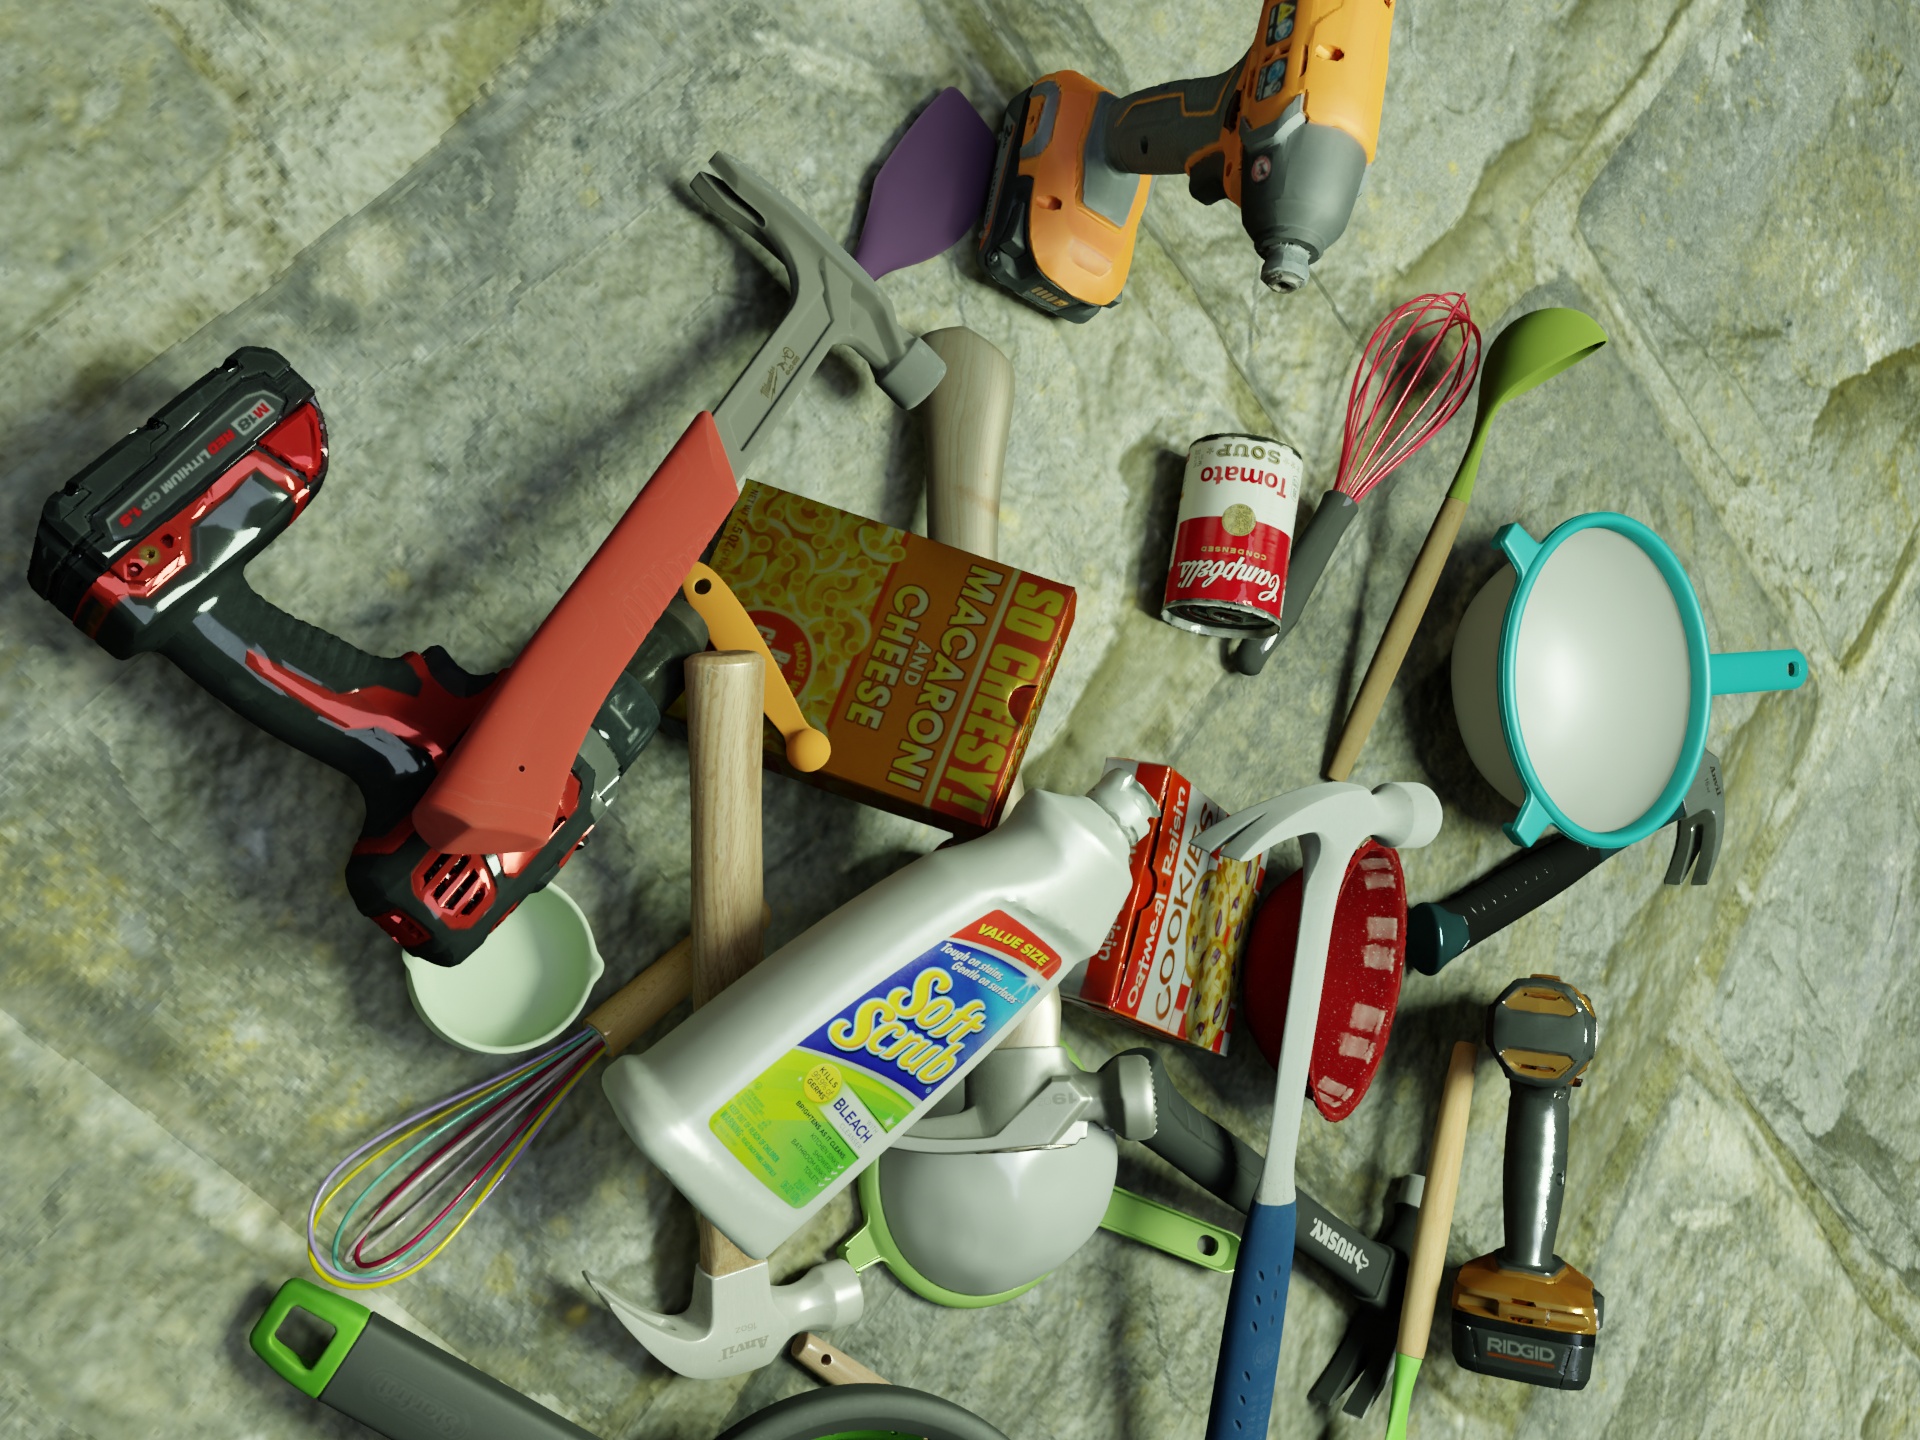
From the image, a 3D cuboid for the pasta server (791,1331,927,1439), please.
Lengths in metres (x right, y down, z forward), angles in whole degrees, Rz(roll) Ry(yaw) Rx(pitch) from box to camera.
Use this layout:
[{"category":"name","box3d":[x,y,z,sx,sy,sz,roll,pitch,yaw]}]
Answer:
[{"category":"pasta server","box3d":[0.035,0.396,0.813,0.316,0.040,0.060,43,60,-22]}]

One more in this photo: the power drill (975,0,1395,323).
[{"category":"power drill","box3d":[0.108,-0.271,0.789,0.084,0.226,0.164,18,77,-36]}]

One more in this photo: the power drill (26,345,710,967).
[{"category":"power drill","box3d":[-0.223,-0.038,0.640,0.226,0.080,0.188,47,59,-16]}]

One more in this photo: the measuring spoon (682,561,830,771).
[{"category":"measuring spoon","box3d":[-0.094,-0.027,0.711,0.021,0.011,0.117,-32,74,-7]}]

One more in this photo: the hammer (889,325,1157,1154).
[{"category":"hammer","box3d":[-0.001,-0.002,0.769,0.146,0.038,0.411,-5,72,0]}]

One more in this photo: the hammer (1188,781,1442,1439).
[{"category":"hammer","box3d":[0.154,0.230,0.799,0.144,0.035,0.405,1,100,-35]}]

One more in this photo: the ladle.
[{"category":"ladle","box3d":[0.304,-0.105,0.972,0.062,0.078,0.320,24,90,6]}]

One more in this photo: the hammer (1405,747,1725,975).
[{"category":"hammer","box3d":[0.417,0.090,1.079,0.331,0.033,0.128,-21,97,-31]}]

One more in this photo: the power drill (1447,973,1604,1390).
[{"category":"power drill","box3d":[0.351,0.269,0.969,0.185,0.084,0.226,23,72,-66]}]

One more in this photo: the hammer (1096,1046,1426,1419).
[{"category":"hammer","box3d":[0.170,0.268,0.870,0.334,0.035,0.146,41,66,-37]}]

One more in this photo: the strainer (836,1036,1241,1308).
[{"category":"strainer","box3d":[0.069,0.248,0.825,0.256,0.069,0.151,29,72,-26]}]

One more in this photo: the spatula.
[{"category":"spatula","box3d":[-0.065,-0.202,0.802,0.059,0.018,0.316,46,64,-29]}]

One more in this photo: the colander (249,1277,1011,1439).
[{"category":"colander","box3d":[-0.121,0.345,0.695,0.397,0.094,0.204,34,79,-9]}]

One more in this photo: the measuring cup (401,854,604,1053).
[{"category":"measuring cup","box3d":[-0.198,0.062,0.693,0.083,0.038,0.168,8,69,-25]}]

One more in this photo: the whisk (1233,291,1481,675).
[{"category":"whisk","box3d":[0.241,-0.149,0.971,0.073,0.073,0.296,40,72,-24]}]

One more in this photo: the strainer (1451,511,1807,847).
[{"category":"strainer","box3d":[0.438,-0.028,1.066,0.340,0.095,0.211,-4,91,-35]}]

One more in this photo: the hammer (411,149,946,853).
[{"category":"hammer","box3d":[-0.126,-0.094,0.669,0.149,0.036,0.359,40,51,-18]}]

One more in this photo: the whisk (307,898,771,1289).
[{"category":"whisk","box3d":[-0.173,0.156,0.695,0.245,0.047,0.051,-39,125,-32]}]

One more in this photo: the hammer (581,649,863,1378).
[{"category":"hammer","box3d":[-0.105,0.134,0.704,0.130,0.031,0.331,-7,102,-36]}]

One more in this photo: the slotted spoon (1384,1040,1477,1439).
[{"category":"slotted spoon","box3d":[0.265,0.342,0.922,0.070,0.031,0.314,31,70,-51]}]
